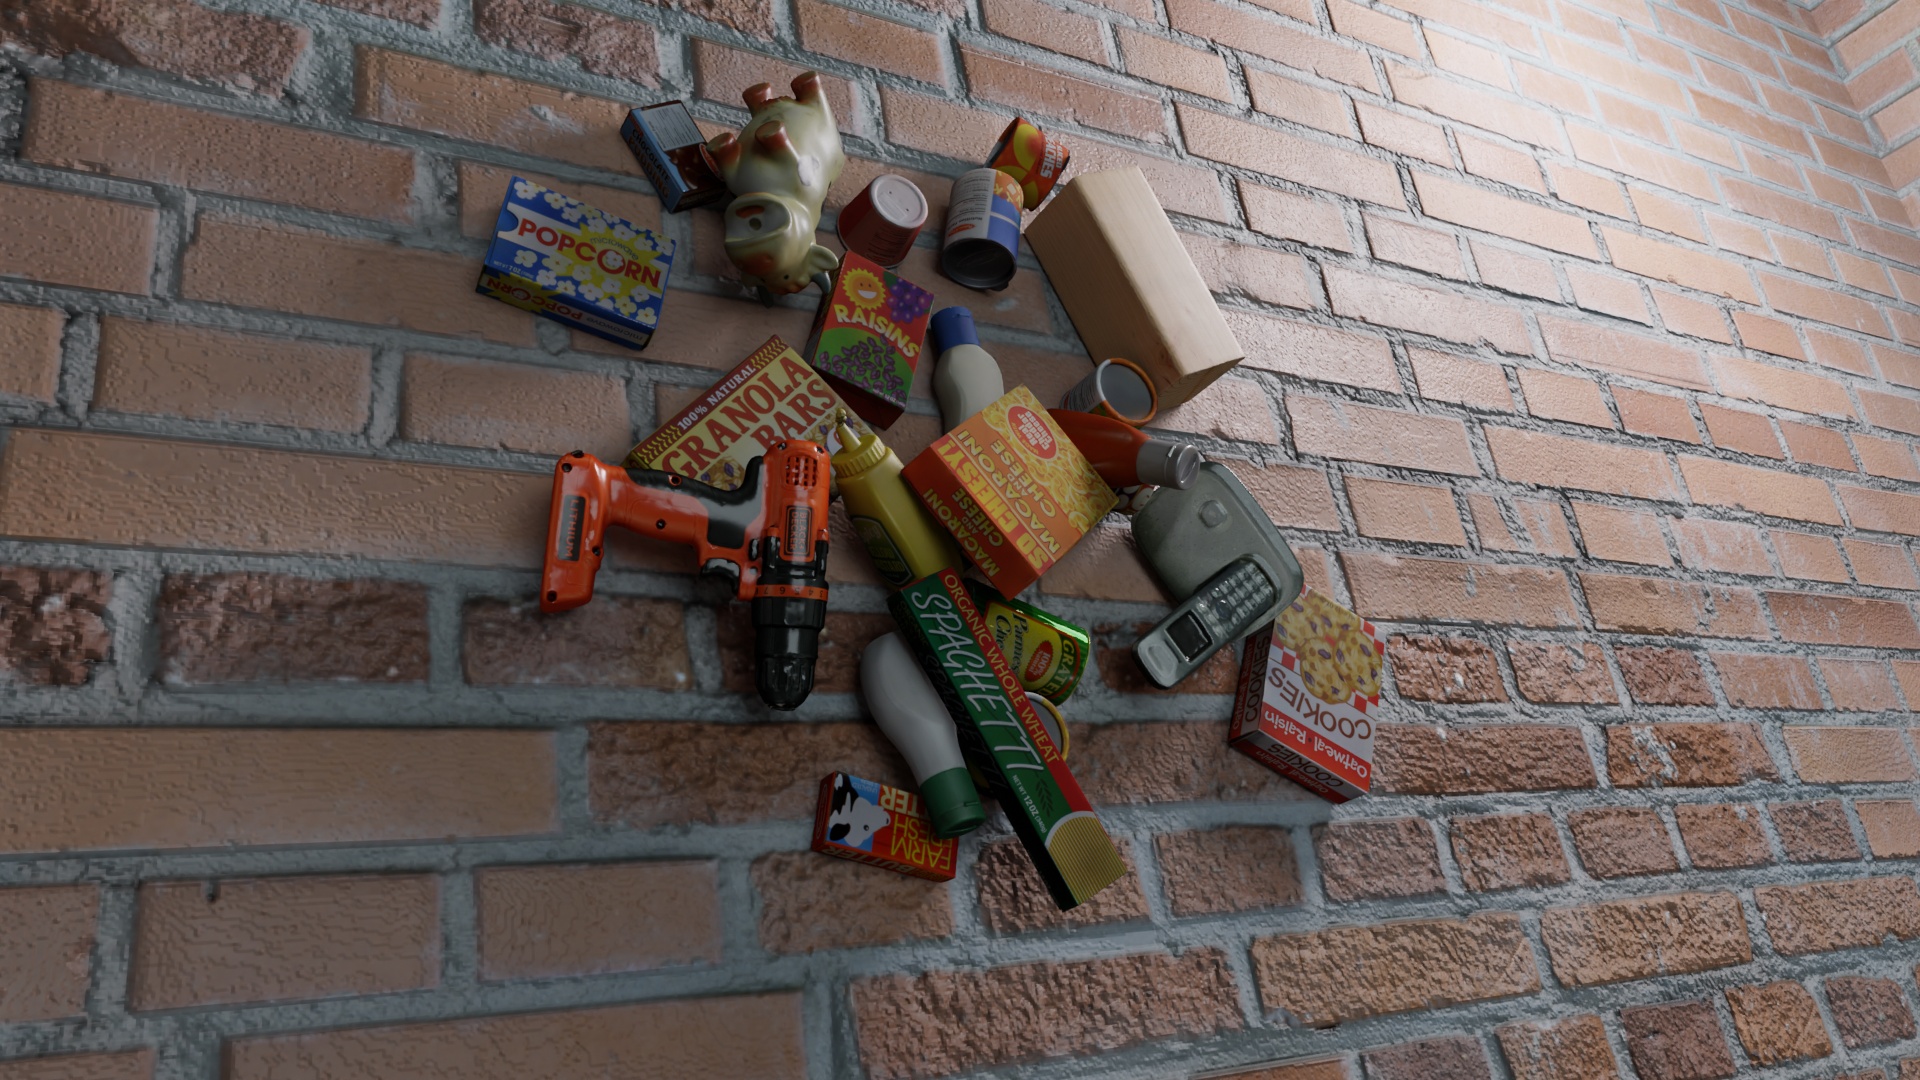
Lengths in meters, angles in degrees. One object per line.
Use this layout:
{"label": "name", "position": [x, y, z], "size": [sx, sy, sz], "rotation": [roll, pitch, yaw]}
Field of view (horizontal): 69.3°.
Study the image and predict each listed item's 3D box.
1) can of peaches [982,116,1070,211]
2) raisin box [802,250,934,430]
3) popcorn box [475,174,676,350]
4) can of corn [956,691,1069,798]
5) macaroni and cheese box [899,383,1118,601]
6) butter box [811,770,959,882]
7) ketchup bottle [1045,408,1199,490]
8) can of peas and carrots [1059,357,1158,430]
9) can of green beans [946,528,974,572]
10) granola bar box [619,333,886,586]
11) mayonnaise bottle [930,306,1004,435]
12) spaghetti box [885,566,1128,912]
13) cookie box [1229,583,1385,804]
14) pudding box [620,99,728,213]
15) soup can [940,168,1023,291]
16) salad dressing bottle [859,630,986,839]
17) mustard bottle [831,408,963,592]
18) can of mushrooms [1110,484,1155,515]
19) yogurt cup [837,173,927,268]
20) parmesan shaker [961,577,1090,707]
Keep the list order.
{"label": "can of peaches", "position": [0.060, -0.347, 1.277], "size": [0.058, 0.071, 0.071], "rotation": [30, 54, -15]}
{"label": "raisin box", "position": [-0.076, -0.162, 1.120], "size": [0.086, 0.040, 0.124], "rotation": [24, 57, -19]}
{"label": "popcorn box", "position": [-0.278, -0.201, 1.014], "size": [0.127, 0.038, 0.085], "rotation": [19, 59, -23]}
{"label": "can of corn", "position": [0.039, 0.152, 1.018], "size": [0.071, 0.058, 0.071], "rotation": [14, 60, -25]}
{"label": "macaroni and cheese box", "position": [0.041, -0.039, 1.046], "size": [0.123, 0.040, 0.167], "rotation": [50, 34, 1]}
{"label": "butter box", "position": [-0.049, 0.199, 0.962], "size": [0.103, 0.024, 0.053], "rotation": [21, 56, -22]}
{"label": "ketchup bottle", "position": [0.121, -0.070, 1.128], "size": [0.065, 0.149, 0.043], "rotation": [-57, 137, -23]}
{"label": "can of peas and carrots", "position": [0.132, -0.117, 1.212], "size": [0.071, 0.058, 0.071], "rotation": [14, 61, -26]}
{"label": "can of green beans", "position": [0.004, -0.013, 1.075], "size": [0.058, 0.071, 0.071], "rotation": [50, 51, -1]}
{"label": "granola bar box", "position": [-0.149, -0.060, 1.022], "size": [0.124, 0.039, 0.166], "rotation": [45, 52, -5]}
{"label": "mayonnaise bottle", "position": [0.008, -0.122, 1.151], "size": [0.065, 0.041, 0.148], "rotation": [0, 66, -33]}
{"label": "spaghetti box", "position": [0.030, 0.135, 0.966], "size": [0.050, 0.028, 0.250], "rotation": [-24, 79, -34]}
{"label": "cookie box", "position": [0.304, 0.127, 1.208], "size": [0.123, 0.040, 0.168], "rotation": [30, 53, -16]}
{"label": "pudding box", "position": [-0.227, -0.306, 1.104], "size": [0.050, 0.030, 0.084], "rotation": [-28, 83, -39]}
{"label": "soup can", "position": [0.021, -0.272, 1.220], "size": [0.071, 0.071, 0.084], "rotation": [21, 57, -22]}
{"label": "salad dressing bottle", "position": [-0.025, 0.136, 0.978], "size": [0.064, 0.043, 0.148], "rotation": [1, 54, -39]}
{"label": "mustard bottle", "position": [-0.056, -0.026, 1.018], "size": [0.049, 0.065, 0.159], "rotation": [-43, 116, -29]}
{"label": "can of mushrooms", "position": [0.137, -0.054, 1.181], "size": [0.033, 0.070, 0.071], "rotation": [18, 58, -25]}
{"label": "yogurt cup", "position": [-0.063, -0.272, 1.173], "size": [0.072, 0.053, 0.072], "rotation": [13, 61, -25]}
{"label": "parmesan shaker", "position": [0.036, 0.080, 1.051], "size": [0.103, 0.071, 0.071], "rotation": [25, 56, -19]}
